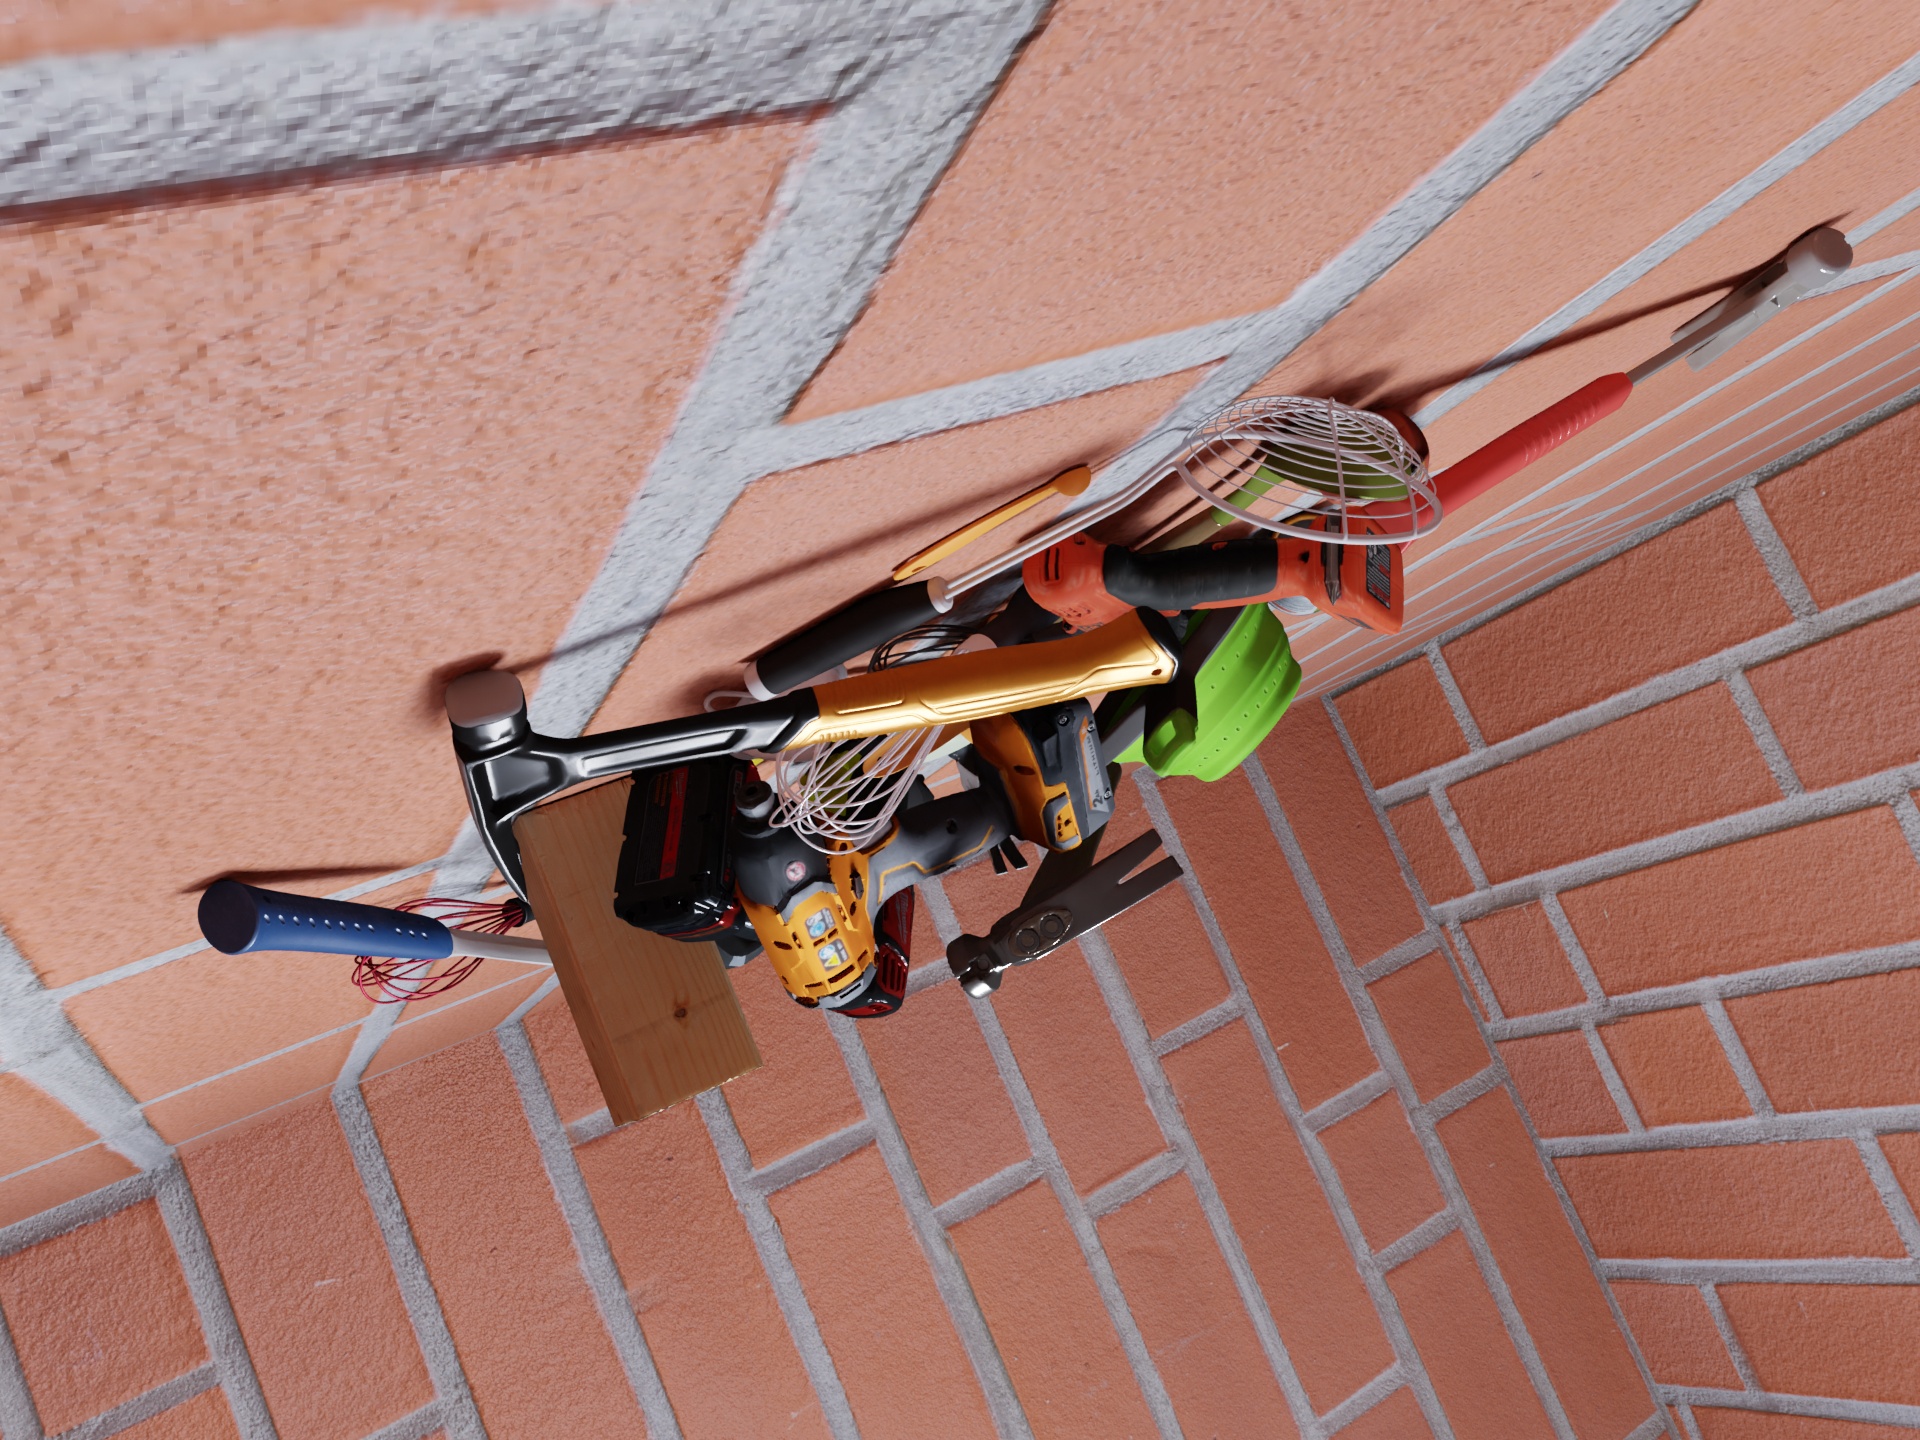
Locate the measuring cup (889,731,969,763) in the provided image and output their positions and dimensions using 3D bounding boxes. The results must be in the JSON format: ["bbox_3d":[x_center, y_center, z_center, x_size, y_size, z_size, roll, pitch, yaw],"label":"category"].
[{"bbox_3d":[-0.031,0.009,1.275,0.083,0.038,0.167,-26,173,14],"label":"measuring cup"}]

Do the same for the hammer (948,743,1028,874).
[{"bbox_3d":[0.054,0.008,1.279,0.036,0.149,0.408,-14,163,-16],"label":"hammer"}]

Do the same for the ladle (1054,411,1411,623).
[{"bbox_3d":[0.144,-0.103,0.966,0.078,0.062,0.320,-3,165,-32],"label":"ladle"}]

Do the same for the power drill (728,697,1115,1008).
[{"bbox_3d":[-0.028,0.053,0.929,0.226,0.084,0.164,-32,134,-15],"label":"power drill"}]

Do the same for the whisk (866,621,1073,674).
[{"bbox_3d":[0.044,-0.045,1.010,0.239,0.055,0.055,-12,168,-29],"label":"whisk"}]

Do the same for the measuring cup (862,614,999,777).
[{"bbox_3d":[-0.002,-0.003,1.037,0.173,0.095,0.052,-30,-175,-27],"label":"measuring cup"}]

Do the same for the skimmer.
[{"bbox_3d":[0.056,-0.066,0.810,0.363,0.090,0.127,-24,-158,22],"label":"skimmer"}]

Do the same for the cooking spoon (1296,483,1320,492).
[{"bbox_3d":[0.274,-0.161,1.104,0.069,0.017,0.319,-28,172,25],"label":"cooking spoon"}]

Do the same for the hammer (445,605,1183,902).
[{"bbox_3d":[-0.057,0.001,0.739,0.337,0.034,0.127,-11,140,-14],"label":"hammer"}]

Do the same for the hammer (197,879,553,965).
[{"bbox_3d":[-0.331,0.137,1.020,0.035,0.144,0.405,-39,161,5],"label":"hammer"}]

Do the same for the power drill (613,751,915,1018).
[{"bbox_3d":[-0.110,0.083,1.047,0.080,0.188,0.226,-14,150,35],"label":"power drill"}]

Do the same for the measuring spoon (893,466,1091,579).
[{"bbox_3d":[0.015,-0.094,0.788,0.117,0.011,0.021,-27,172,23],"label":"measuring spoon"}]

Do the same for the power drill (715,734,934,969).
[{"bbox_3d":[-0.144,0.111,1.219,0.228,0.080,0.190,-41,-172,-29],"label":"power drill"}]

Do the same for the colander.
[{"bbox_3d":[0.170,-0.005,1.082,0.204,0.094,0.397,-51,-177,15],"label":"colander"}]

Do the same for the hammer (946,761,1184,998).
[{"bbox_3d":[0.090,0.076,1.104,0.146,0.038,0.411,-33,-176,14],"label":"hammer"}]

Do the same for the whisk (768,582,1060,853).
[{"bbox_3d":[-0.010,-0.019,0.875,0.070,0.070,0.285,-31,-172,46],"label":"whisk"}]

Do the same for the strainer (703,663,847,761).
[{"bbox_3d":[-0.064,-0.005,1.004,0.087,0.050,0.258,-50,160,24],"label":"strainer"}]

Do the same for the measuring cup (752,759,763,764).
[{"bbox_3d":[-0.106,0.015,1.112,0.156,0.029,0.062,-32,169,35],"label":"measuring cup"}]

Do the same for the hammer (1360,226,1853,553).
[{"bbox_3d":[0.376,-0.188,0.974,0.359,0.037,0.149,-31,175,-18],"label":"hammer"}]

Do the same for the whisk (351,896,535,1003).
[{"bbox_3d":[-0.353,0.152,1.217,0.073,0.073,0.296,-27,178,23],"label":"whisk"}]
